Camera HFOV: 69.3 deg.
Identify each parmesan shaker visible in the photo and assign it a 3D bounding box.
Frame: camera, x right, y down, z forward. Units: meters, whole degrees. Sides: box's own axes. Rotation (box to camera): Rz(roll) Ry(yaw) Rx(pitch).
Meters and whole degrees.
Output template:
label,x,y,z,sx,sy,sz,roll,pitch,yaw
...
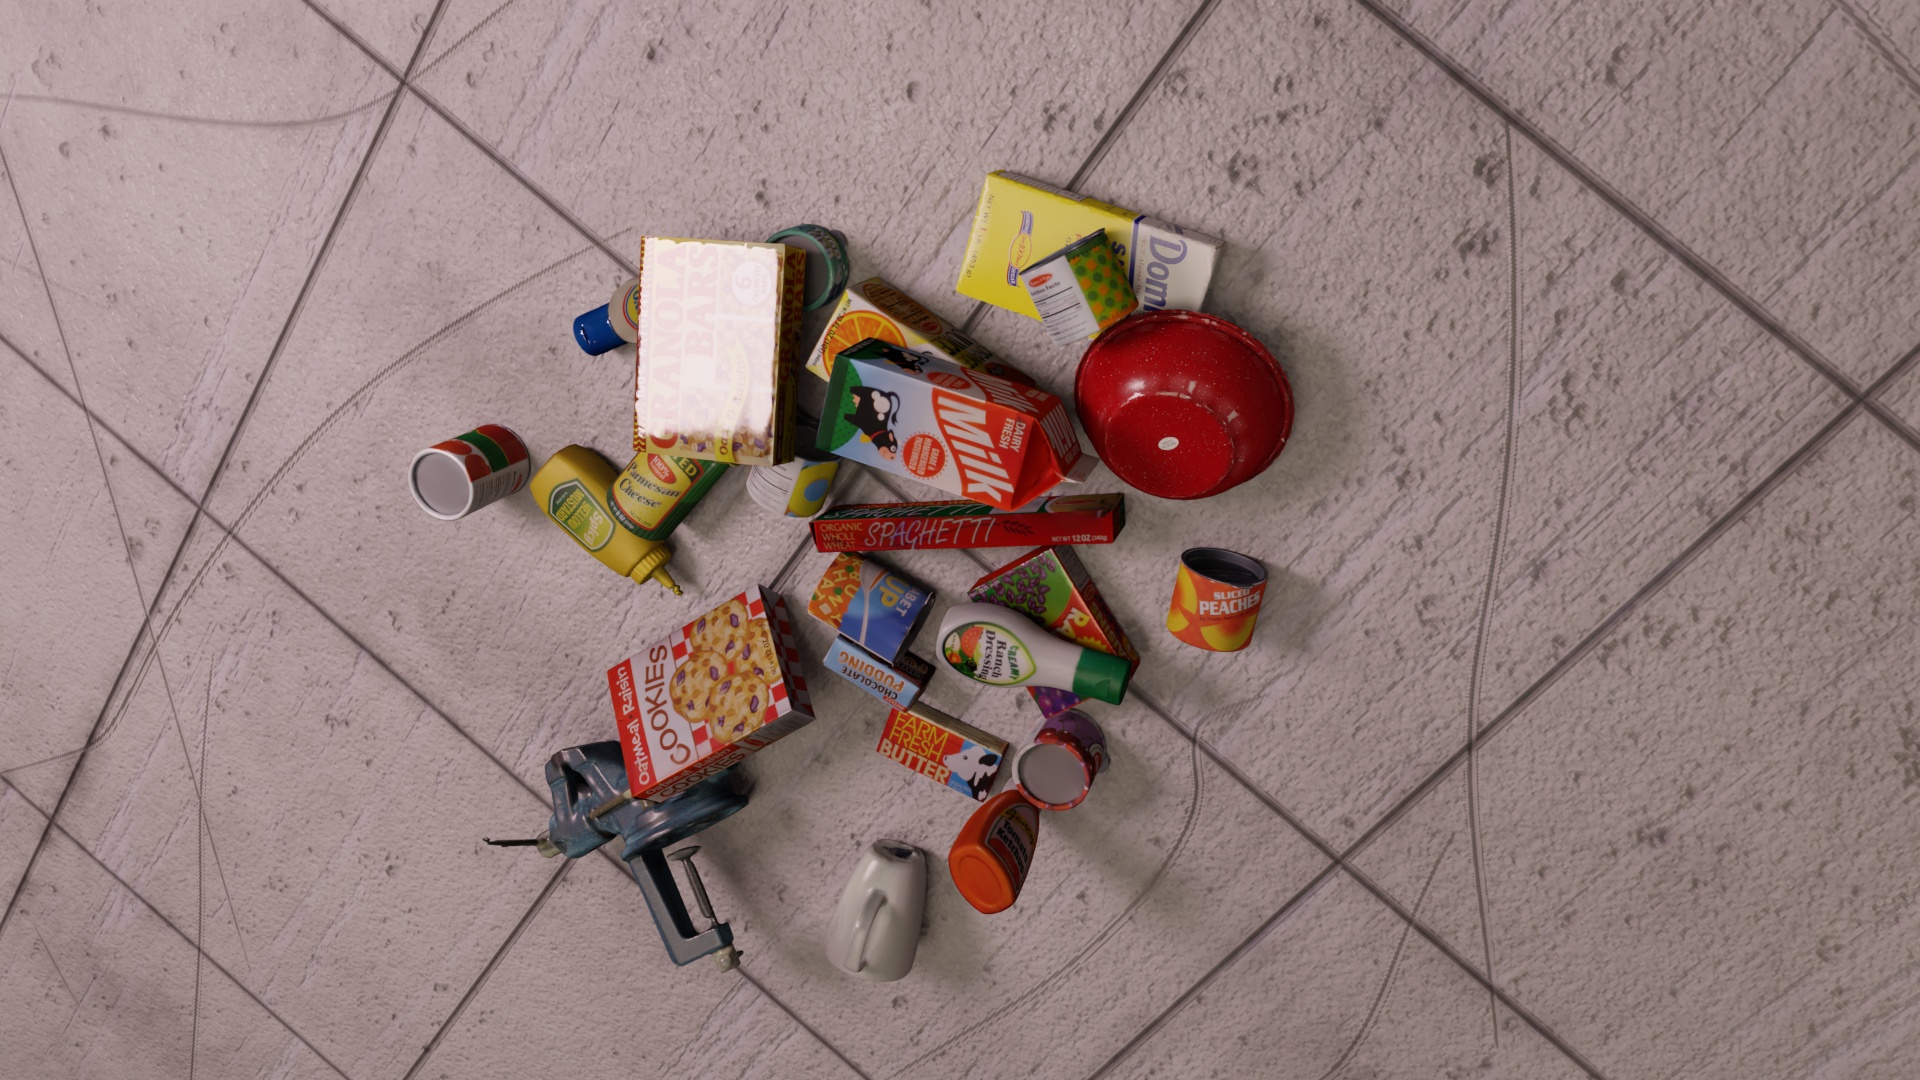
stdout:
label,x,y,z,sx,sy,sz,roll,pitch,yaw
parmesan shaker,-0.238,-0.054,1.154,0.071,0.071,0.102,44,115,0

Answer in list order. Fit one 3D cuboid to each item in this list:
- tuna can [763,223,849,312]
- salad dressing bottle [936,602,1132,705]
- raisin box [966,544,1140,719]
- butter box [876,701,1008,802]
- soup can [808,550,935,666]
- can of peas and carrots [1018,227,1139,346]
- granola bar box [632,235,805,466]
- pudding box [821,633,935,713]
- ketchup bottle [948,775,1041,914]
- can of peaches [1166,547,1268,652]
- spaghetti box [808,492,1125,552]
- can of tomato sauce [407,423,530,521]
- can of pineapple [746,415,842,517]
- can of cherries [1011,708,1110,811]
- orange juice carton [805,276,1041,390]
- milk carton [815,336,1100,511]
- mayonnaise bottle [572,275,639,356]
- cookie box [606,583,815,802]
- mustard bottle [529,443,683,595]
label,x,y,z,sx,sy,sz,roll,pitch,yaw
tuna can,-0.121,-0.213,1.081,0.071,0.033,0.070,6,110,17
salad dressing bottle,0.057,0.090,1.073,0.148,0.044,0.064,14,113,14
raisin box,0.075,0.070,1.108,0.086,0.040,0.123,-29,96,24
butter box,-0.016,0.177,1.181,0.103,0.024,0.053,24,113,9
soup can,-0.071,0.051,1.135,0.084,0.071,0.071,31,115,7
can of peas and carrots,0.084,-0.175,0.960,0.071,0.071,0.058,-23,102,24
granola bar box,-0.185,-0.145,1.061,0.124,0.039,0.165,7,98,18
pudding box,-0.068,0.105,1.160,0.084,0.050,0.030,31,113,6
ketchup bottle,0.036,0.234,1.114,0.043,0.149,0.064,-27,99,24
can of peaches,0.193,0.045,1.043,0.071,0.071,0.057,15,113,13
spaghetti box,0.004,-0.014,1.097,0.250,0.050,0.028,-2,106,19
can of tomato sauce,-0.427,-0.060,1.204,0.071,0.083,0.071,6,110,16
can of pineapple,-0.132,-0.060,1.117,0.071,0.071,0.057,29,120,7
can of cherries,0.083,0.179,1.131,0.071,0.058,0.071,6,109,17
orange juice carton,-0.013,-0.116,1.056,0.193,0.073,0.071,34,114,4
milk carton,0.003,-0.078,0.982,0.191,0.072,0.073,19,112,10
mayonnaise bottle,-0.245,-0.190,1.124,0.148,0.041,0.064,-18,97,22
cookie box,-0.215,0.130,1.174,0.167,0.040,0.123,-29,60,16
mustard bottle,-0.297,-0.010,1.197,0.160,0.049,0.065,45,117,0
